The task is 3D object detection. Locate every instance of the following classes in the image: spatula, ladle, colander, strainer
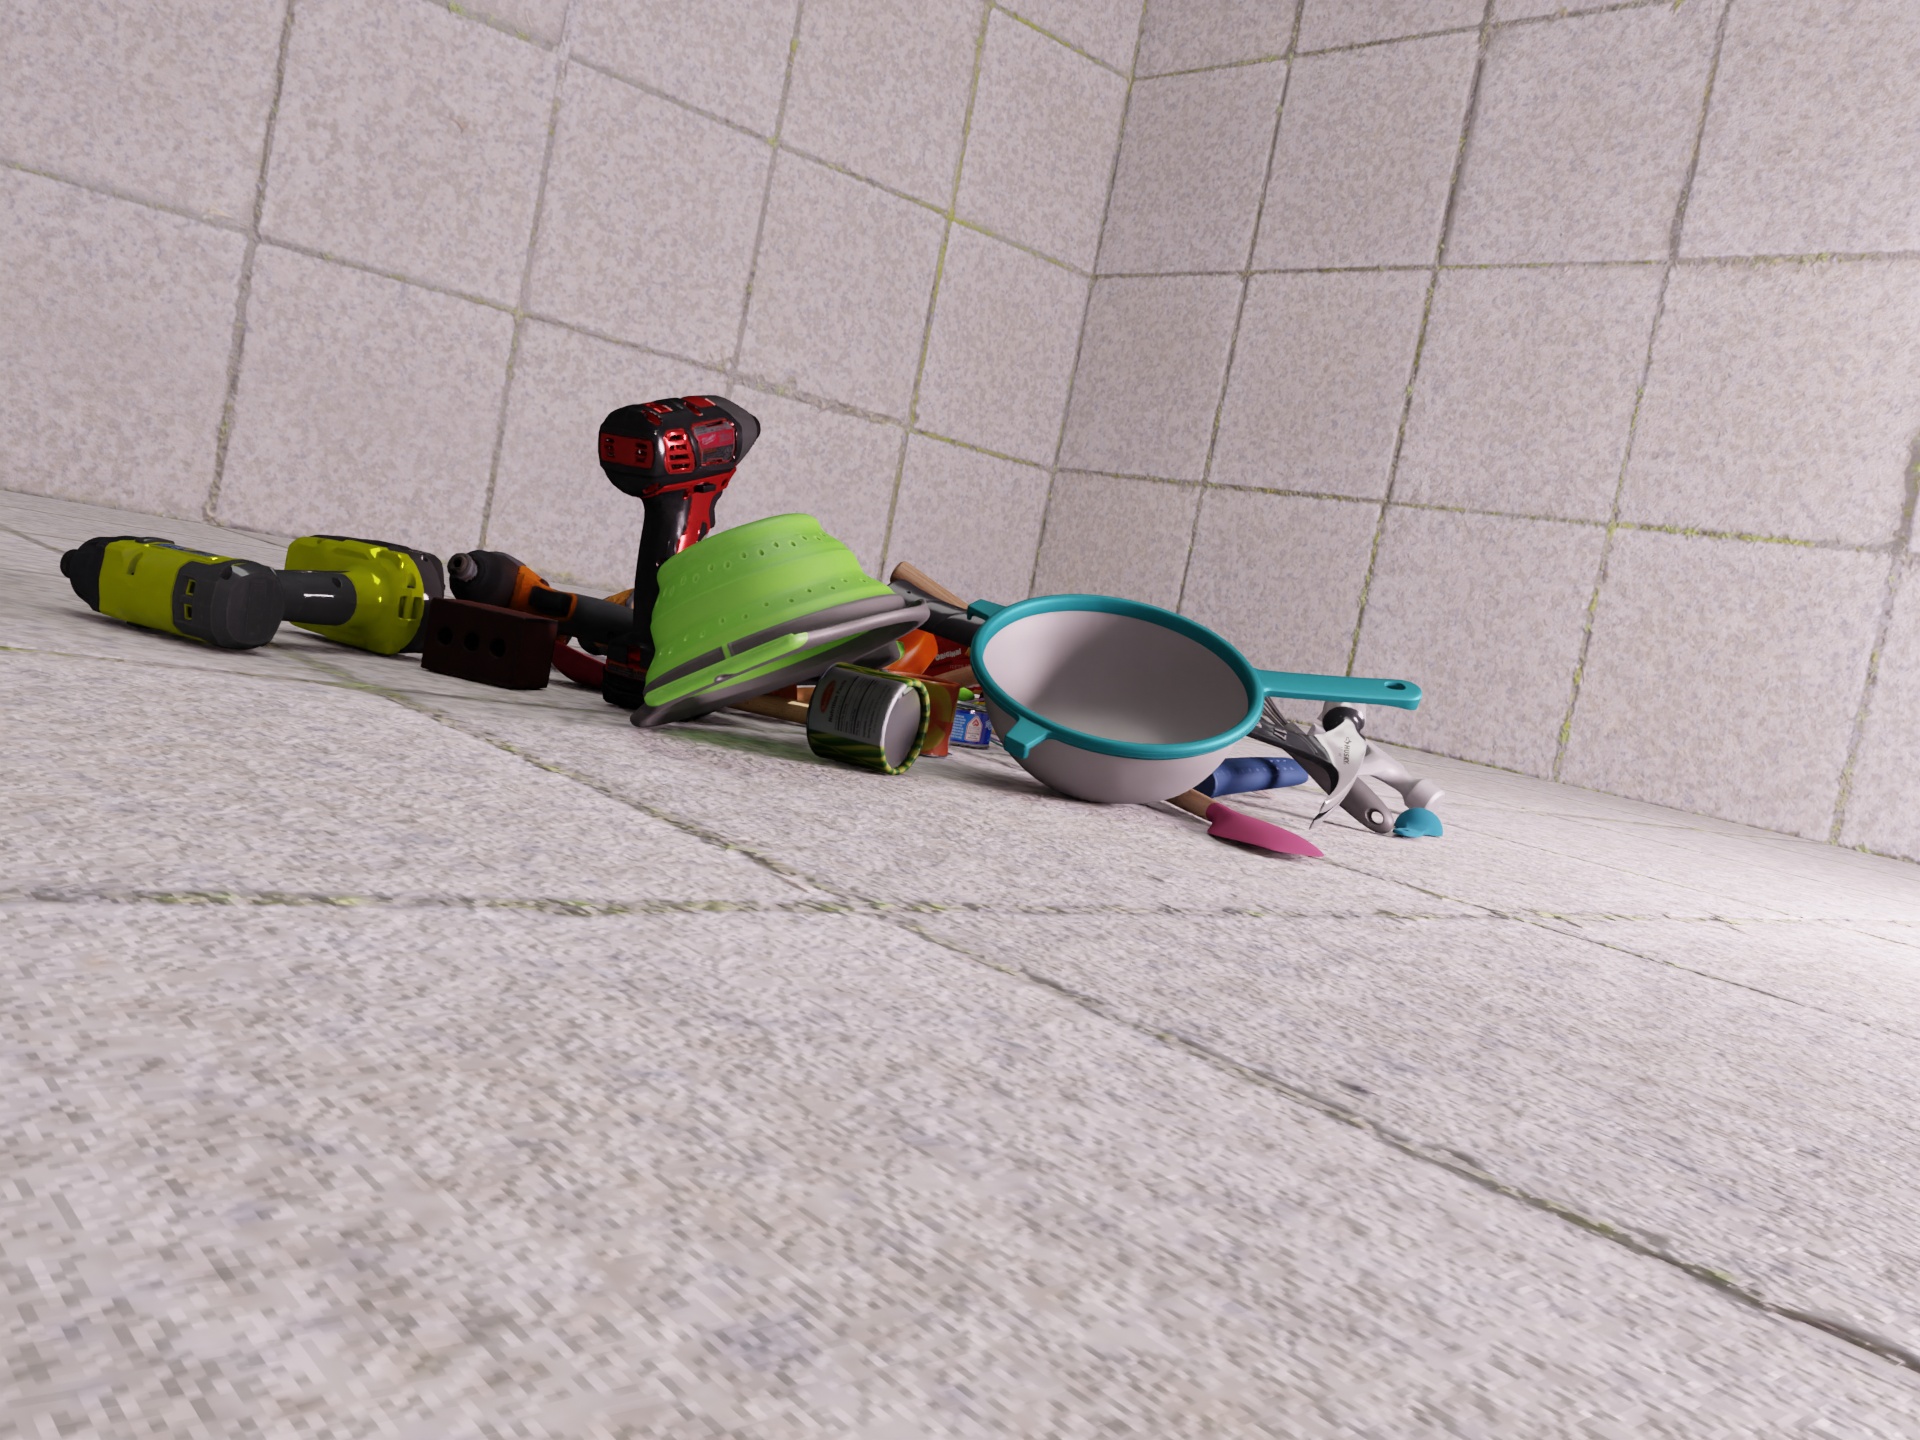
[{"bbox_3d":[0.030,-0.046,1.406,0.316,0.018,0.060,-15,3,38],"label":"spatula"},{"bbox_3d":[-0.172,-0.017,1.252,0.315,0.031,0.069,12,-3,-12],"label":"ladle"},{"bbox_3d":[-0.144,-0.029,1.388,0.081,0.041,0.322,3,2,9],"label":"spatula"},{"bbox_3d":[-0.113,-0.077,1.108,0.204,0.094,0.397,-21,-2,12],"label":"colander"},{"bbox_3d":[0.168,0.001,1.164,0.340,0.095,0.211,3,33,-12],"label":"strainer"}]

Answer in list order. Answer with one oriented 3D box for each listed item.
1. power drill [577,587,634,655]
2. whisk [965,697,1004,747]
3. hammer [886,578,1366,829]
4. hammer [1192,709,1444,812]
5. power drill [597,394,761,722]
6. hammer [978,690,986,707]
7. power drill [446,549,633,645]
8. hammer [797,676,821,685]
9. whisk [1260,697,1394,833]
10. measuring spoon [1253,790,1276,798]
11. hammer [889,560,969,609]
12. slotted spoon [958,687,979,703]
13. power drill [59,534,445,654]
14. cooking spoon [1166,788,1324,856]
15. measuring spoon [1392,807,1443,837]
[{"bbox_3d":[-0.248,-0.100,1.528,0.226,0.084,0.185,-10,1,-32],"label":"power drill"},{"bbox_3d":[-0.002,-0.003,1.461,0.245,0.051,0.047,9,-17,42],"label":"whisk"},{"bbox_3d":[0.126,-0.028,1.265,0.409,0.036,0.149,19,41,1],"label":"hammer"},{"bbox_3d":[0.299,0.043,1.419,0.144,0.035,0.405,41,23,29],"label":"hammer"},{"bbox_3d":[-0.192,-0.121,1.135,0.078,0.219,0.143,13,22,26],"label":"power drill"},{"bbox_3d":[0.097,-0.001,1.486,0.149,0.037,0.359,40,-10,-13],"label":"hammer"},{"bbox_3d":[-0.305,-0.089,1.312,0.226,0.084,0.164,10,-12,14],"label":"power drill"},{"bbox_3d":[-0.139,-0.055,1.409,0.127,0.034,0.337,0,-2,-2],"label":"hammer"},{"bbox_3d":[0.272,0.013,1.342,0.239,0.055,0.055,45,19,24],"label":"whisk"},{"bbox_3d":[0.242,0.061,1.397,0.124,0.018,0.034,16,17,-48],"label":"measuring spoon"},{"bbox_3d":[0.073,-0.053,1.532,0.331,0.031,0.130,34,-9,9],"label":"hammer"},{"bbox_3d":[0.024,-0.016,1.732,0.070,0.031,0.313,-8,-6,22],"label":"slotted spoon"},{"bbox_3d":[-0.491,-0.093,1.118,0.171,0.080,0.223,13,8,22],"label":"power drill"},{"bbox_3d":[0.175,0.062,1.155,0.068,0.017,0.319,9,5,-15],"label":"cooking spoon"},{"bbox_3d":[0.384,0.086,1.346,0.042,0.021,0.128,13,3,23],"label":"measuring spoon"}]
